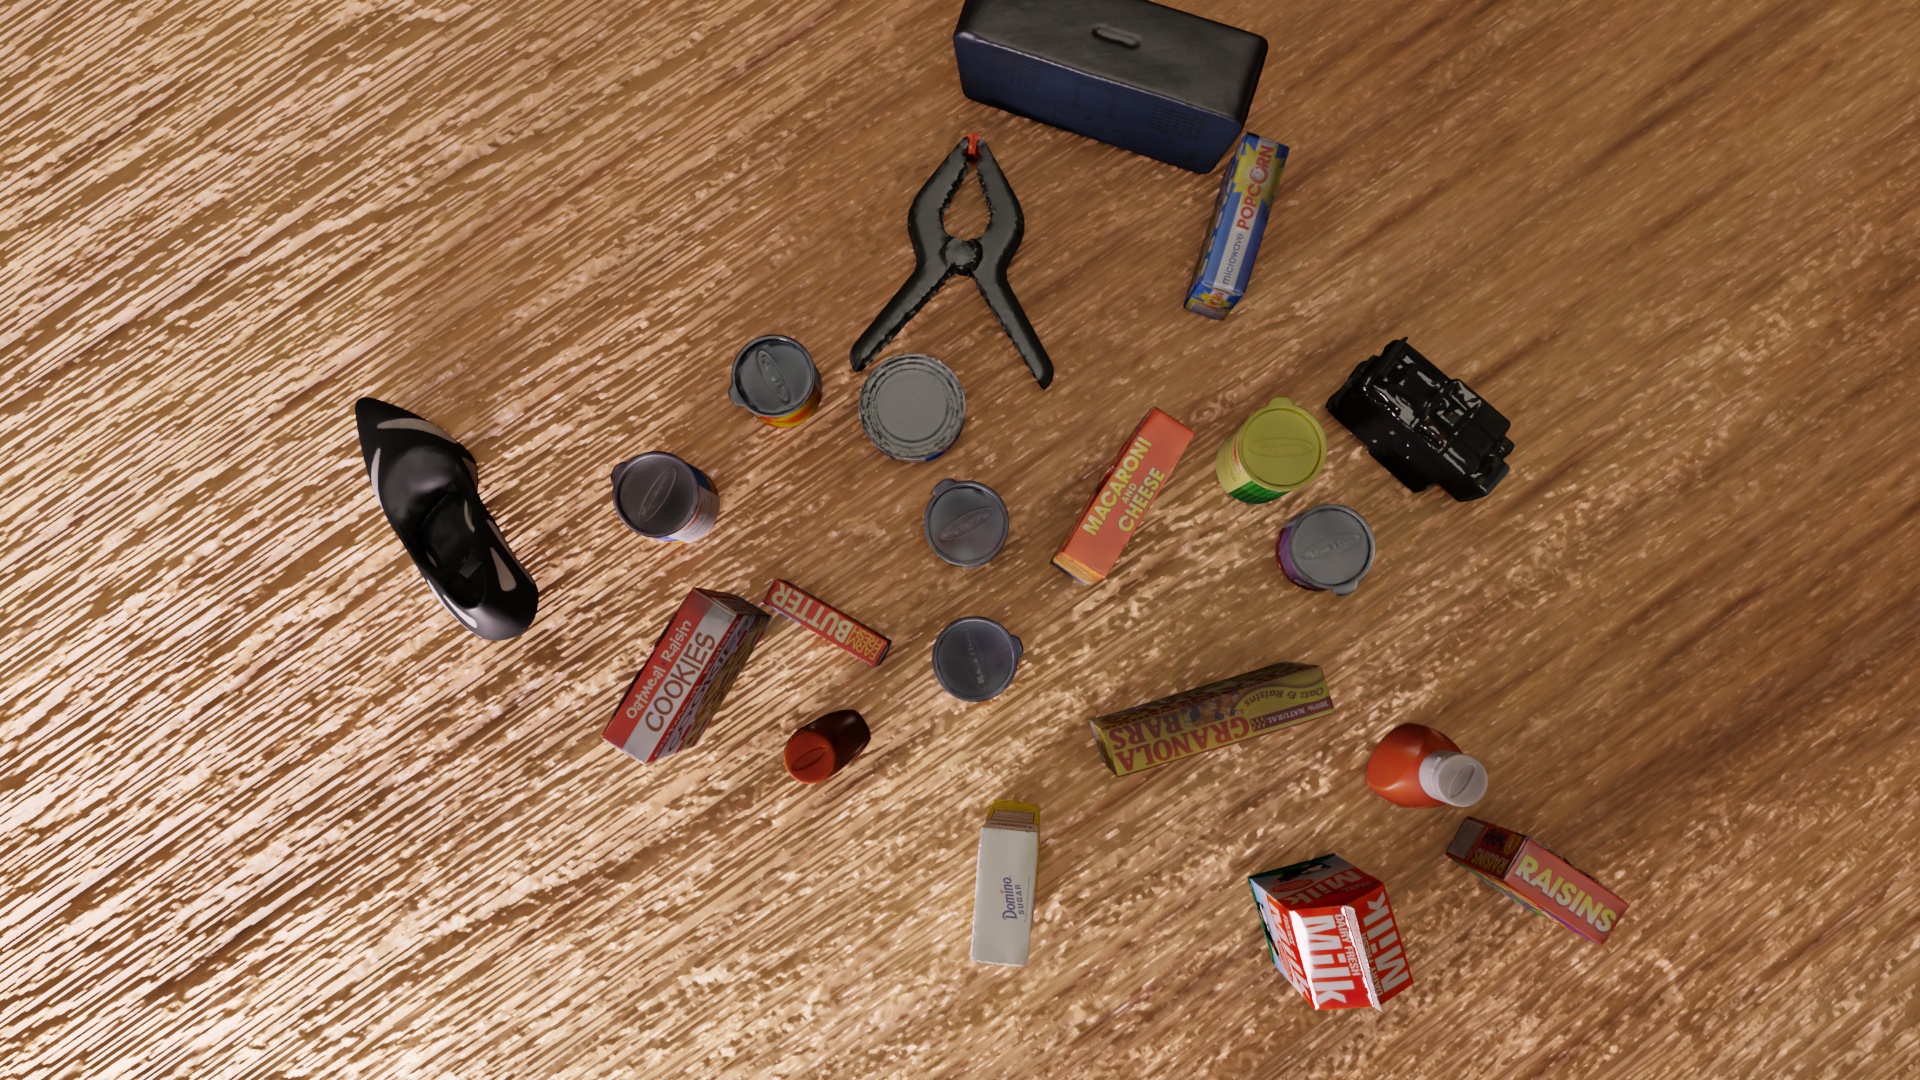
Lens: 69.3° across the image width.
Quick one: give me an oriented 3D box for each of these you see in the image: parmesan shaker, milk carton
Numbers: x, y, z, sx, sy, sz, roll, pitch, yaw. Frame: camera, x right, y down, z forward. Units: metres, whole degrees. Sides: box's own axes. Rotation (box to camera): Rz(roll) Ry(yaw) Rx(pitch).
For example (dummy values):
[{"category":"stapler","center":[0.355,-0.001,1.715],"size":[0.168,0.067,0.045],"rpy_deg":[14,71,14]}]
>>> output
[{"category":"parmesan shaker","center":[0.239,-0.068,1.075],"size":[0.071,0.103,0.071],"rpy_deg":[0,86,1]},{"category":"milk carton","center":[0.268,0.282,1.002],"size":[0.073,0.190,0.072],"rpy_deg":[-15,86,0]}]

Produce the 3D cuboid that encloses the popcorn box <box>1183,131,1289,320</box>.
[{"category":"popcorn box","center":[0.217,-0.246,1.099],"size":[0.038,0.085,0.126],"rpy_deg":[18,86,2]}]

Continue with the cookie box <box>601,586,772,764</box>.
[{"category":"cookie box","center":[-0.200,0.098,1.037],"size":[0.040,0.167,0.123],"rpy_deg":[30,87,3]}]

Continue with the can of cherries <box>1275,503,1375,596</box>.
[{"category":"can of cherries","center":[0.285,0.009,1.090],"size":[0.071,0.058,0.071],"rpy_deg":[0,86,1]}]

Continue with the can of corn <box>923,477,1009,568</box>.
[{"category":"can of corn","center":[0.004,-0.014,1.097],"size":[0.071,0.058,0.071],"rpy_deg":[0,86,1]}]

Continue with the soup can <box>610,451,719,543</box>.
[{"category":"soup can","center":[-0.231,-0.034,1.090],"size":[0.071,0.083,0.071],"rpy_deg":[0,86,1]}]

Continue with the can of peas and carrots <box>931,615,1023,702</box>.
[{"category":"can of peas and carrots","center":[0.014,0.091,1.088],"size":[0.071,0.058,0.071],"rpy_deg":[0,86,1]}]

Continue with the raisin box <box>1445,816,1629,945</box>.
[{"category":"raisin box","center":[0.426,0.251,1.035],"size":[0.086,0.123,0.040],"rpy_deg":[34,87,3]}]

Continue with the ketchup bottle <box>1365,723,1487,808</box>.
[{"category":"ketchup bottle","center":[0.347,0.170,1.031],"size":[0.043,0.148,0.065],"rpy_deg":[35,87,3]}]

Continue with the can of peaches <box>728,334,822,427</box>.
[{"category":"can of peaches","center":[-0.147,-0.125,1.109],"size":[0.071,0.058,0.071],"rpy_deg":[0,86,1]}]

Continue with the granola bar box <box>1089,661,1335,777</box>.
[{"category":"granola bar box","center":[0.186,0.134,1.049],"size":[0.166,0.124,0.039],"rpy_deg":[-17,86,0]}]

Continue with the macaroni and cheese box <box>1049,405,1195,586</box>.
[{"category":"macaroni and cheese box","center":[0.117,-0.028,1.042],"size":[0.040,0.166,0.124],"rpy_deg":[32,87,3]}]

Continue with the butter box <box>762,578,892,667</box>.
[{"category":"butter box","center":[-0.103,0.065,1.095],"size":[0.103,0.053,0.024],"rpy_deg":[30,87,3]}]

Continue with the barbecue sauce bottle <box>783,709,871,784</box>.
[{"category":"barbecue sauce bottle","center":[-0.104,0.156,1.040],"size":[0.065,0.148,0.043],"rpy_deg":[-31,86,-1]}]
